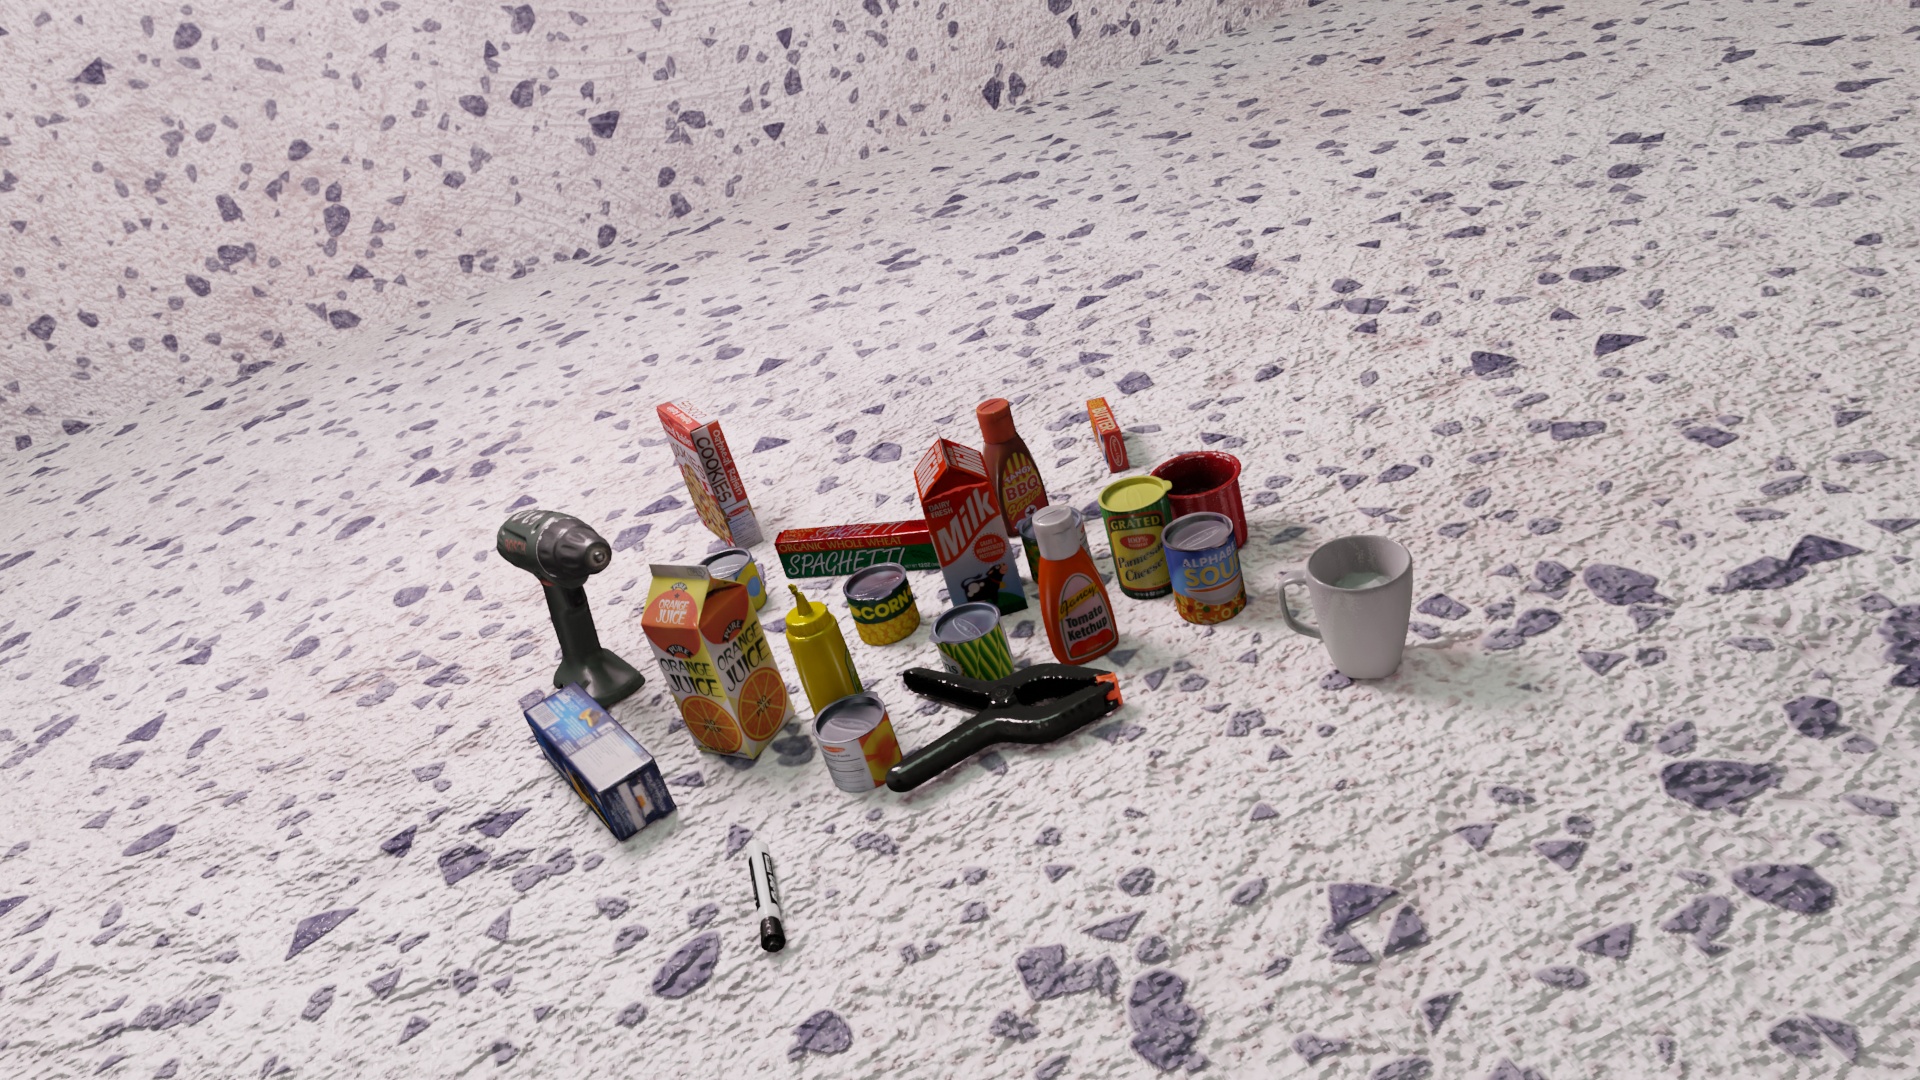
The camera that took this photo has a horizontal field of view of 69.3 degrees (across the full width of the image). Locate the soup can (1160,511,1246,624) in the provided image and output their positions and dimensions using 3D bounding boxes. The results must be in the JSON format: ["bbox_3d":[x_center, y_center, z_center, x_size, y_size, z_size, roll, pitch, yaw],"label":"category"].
[{"bbox_3d":[0.226,0.027,1.278,0.071,0.083,0.072,-13,28,7],"label":"soup can"}]

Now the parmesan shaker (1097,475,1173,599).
[{"bbox_3d":[0.178,-0.003,1.336,0.071,0.102,0.071,-13,28,7],"label":"parmesan shaker"}]

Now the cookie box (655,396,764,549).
[{"bbox_3d":[-0.302,-0.080,1.666,0.040,0.166,0.123,-28,30,-20],"label":"cookie box"}]

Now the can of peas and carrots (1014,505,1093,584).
[{"bbox_3d":[0.095,0.006,1.411,0.071,0.058,0.071,-13,28,7],"label":"can of peas and carrots"}]

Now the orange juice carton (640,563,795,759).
[{"bbox_3d":[-0.227,0.102,1.272,0.072,0.191,0.073,3,34,32],"label":"orange juice carton"}]

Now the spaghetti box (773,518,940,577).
[{"bbox_3d":[-0.086,0.008,1.516,0.250,0.050,0.029,-4,30,22],"label":"spaghetti box"}]

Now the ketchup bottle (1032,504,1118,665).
[{"bbox_3d":[0.098,0.039,1.256,0.065,0.148,0.043,-23,28,-12],"label":"ketchup bottle"}]

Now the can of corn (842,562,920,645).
[{"bbox_3d":[-0.078,0.065,1.399,0.071,0.058,0.071,-13,28,7],"label":"can of corn"}]

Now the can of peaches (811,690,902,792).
[{"bbox_3d":[-0.087,0.175,1.209,0.071,0.057,0.071,-13,28,7],"label":"can of peaches"}]

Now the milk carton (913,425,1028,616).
[{"bbox_3d":[0.005,-0.017,1.363,0.073,0.189,0.072,-17,28,0],"label":"milk carton"}]

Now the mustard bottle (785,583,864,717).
[{"bbox_3d":[-0.123,0.106,1.244,0.049,0.159,0.065,-17,28,0],"label":"mustard bottle"}]

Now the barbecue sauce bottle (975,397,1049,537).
[{"bbox_3d":[0.051,-0.080,1.496,0.065,0.148,0.044,-29,30,-22],"label":"barbecue sauce bottle"}]

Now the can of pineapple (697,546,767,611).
[{"bbox_3d":[-0.251,0.048,1.524,0.071,0.057,0.071,-13,28,7],"label":"can of pineapple"}]

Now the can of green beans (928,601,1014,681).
[{"bbox_3d":[0.012,0.099,1.292,0.071,0.057,0.071,-13,28,7],"label":"can of green beans"}]

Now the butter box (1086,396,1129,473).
[{"bbox_3d":[0.170,-0.124,1.610,0.024,0.053,0.104,-16,28,2],"label":"butter box"}]
